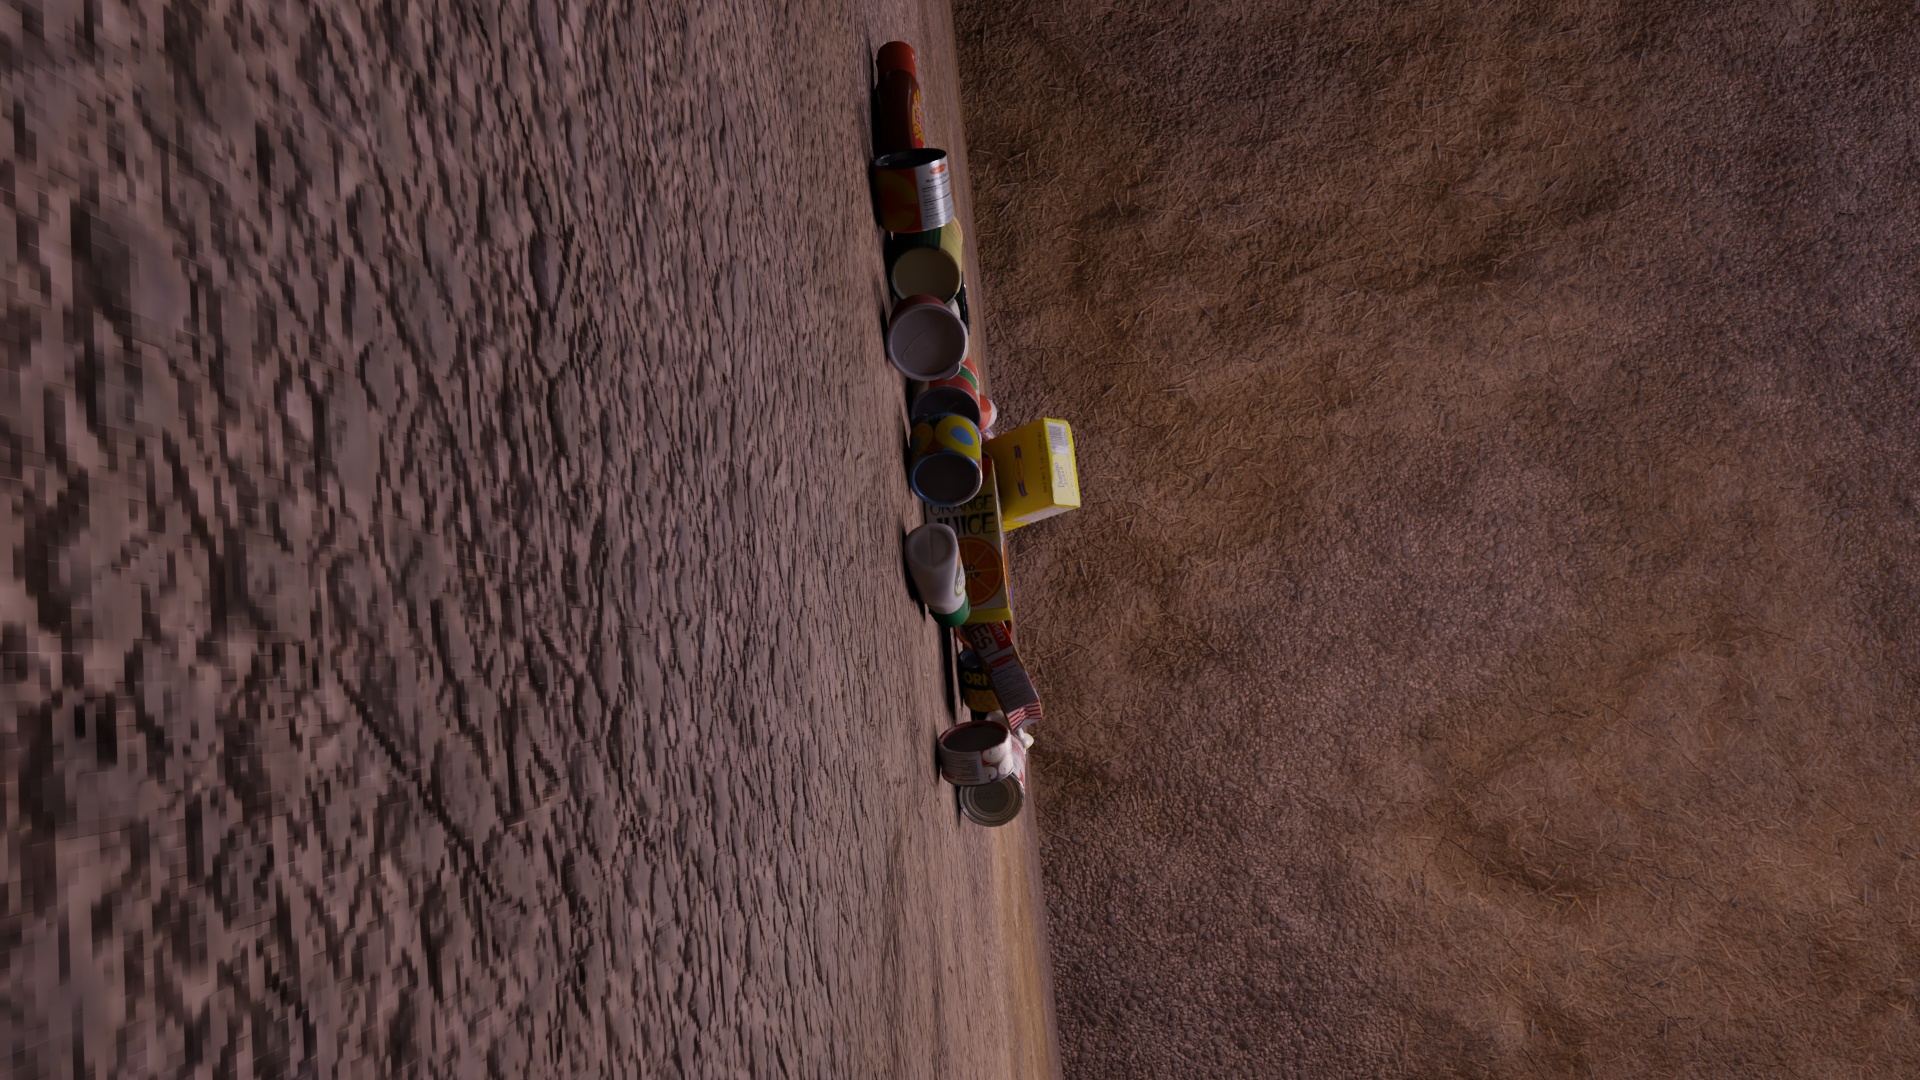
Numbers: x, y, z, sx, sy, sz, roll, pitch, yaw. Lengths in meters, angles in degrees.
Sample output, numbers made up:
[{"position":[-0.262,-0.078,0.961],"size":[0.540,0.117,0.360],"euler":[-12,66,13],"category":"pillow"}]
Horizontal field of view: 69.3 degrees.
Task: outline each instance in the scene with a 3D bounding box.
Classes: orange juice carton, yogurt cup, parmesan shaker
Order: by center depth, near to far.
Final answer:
[{"position":[-0.032,-0.176,1.181],"size":[0.054,0.072,0.072],"euler":[-106,-173,-63],"category":"yogurt cup"},{"position":[-0.033,-0.264,1.278],"size":[0.103,0.071,0.071],"euler":[-89,172,-57],"category":"parmesan shaker"},{"position":[0.005,-0.017,1.374],"size":[0.071,0.073,0.193],"euler":[67,17,-76],"category":"orange juice carton"}]

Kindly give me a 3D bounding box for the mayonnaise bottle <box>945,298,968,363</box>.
[{"position":[-0.028,-0.203,1.294],"size":[0.149,0.065,0.041],"euler":[-96,-178,-62],"category":"mayonnaise bottle"}]

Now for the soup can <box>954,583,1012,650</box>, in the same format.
[{"position":[0.026,0.082,1.579],"size":[0.084,0.071,0.071],"euler":[-85,169,-67],"category":"soup can"}]

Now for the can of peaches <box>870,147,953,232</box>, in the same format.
[{"position":[-0.043,-0.305,1.209],"size":[0.071,0.071,0.057],"euler":[-89,172,-62],"category":"can of peaches"}]

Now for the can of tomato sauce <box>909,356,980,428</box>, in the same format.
[{"position":[-0.013,-0.137,1.333],"size":[0.083,0.071,0.070],"euler":[-91,174,-57],"category":"can of tomato sauce"}]

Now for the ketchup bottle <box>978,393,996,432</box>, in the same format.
[{"position":[0.006,-0.139,1.476],"size":[0.043,0.065,0.149],"euler":[-60,169,10],"category":"ketchup bottle"}]

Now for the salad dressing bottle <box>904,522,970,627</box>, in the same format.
[{"position":[-0.017,0.034,1.196],"size":[0.147,0.044,0.064],"euler":[75,9,-66],"category":"salad dressing bottle"}]

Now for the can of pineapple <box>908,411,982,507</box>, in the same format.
[{"position":[-0.015,-0.073,1.247],"size":[0.058,0.071,0.070],"euler":[-92,174,-49],"category":"can of pineapple"}]

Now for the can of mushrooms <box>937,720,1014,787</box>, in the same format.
[{"position":[0.015,0.187,1.234],"size":[0.071,0.071,0.033],"euler":[-85,166,-71],"category":"can of mushrooms"}]

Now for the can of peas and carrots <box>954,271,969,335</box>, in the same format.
[{"position":[-0.023,-0.238,1.421],"size":[0.071,0.059,0.071],"euler":[-10,94,-85],"category":"can of peas and carrots"}]

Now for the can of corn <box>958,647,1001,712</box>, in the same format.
[{"position":[0.032,0.154,1.561],"size":[0.071,0.071,0.058],"euler":[-85,168,-71],"category":"can of corn"}]

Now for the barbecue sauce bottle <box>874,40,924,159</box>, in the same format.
[{"position":[-0.057,-0.396,1.289],"size":[0.064,0.044,0.149],"euler":[73,11,-63],"category":"barbecue sauce bottle"}]

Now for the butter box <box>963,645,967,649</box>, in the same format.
[{"position":[0.016,0.107,1.693],"size":[0.053,0.024,0.104],"euler":[77,8,-57],"category":"butter box"}]

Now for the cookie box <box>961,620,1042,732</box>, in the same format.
[{"position":[0.032,0.108,1.442],"size":[0.122,0.040,0.168],"euler":[72,-7,-73],"category":"cookie box"}]

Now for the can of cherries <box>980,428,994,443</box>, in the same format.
[{"position":[0.010,-0.100,1.576],"size":[0.058,0.071,0.071],"euler":[-83,166,-73],"category":"can of cherries"}]
